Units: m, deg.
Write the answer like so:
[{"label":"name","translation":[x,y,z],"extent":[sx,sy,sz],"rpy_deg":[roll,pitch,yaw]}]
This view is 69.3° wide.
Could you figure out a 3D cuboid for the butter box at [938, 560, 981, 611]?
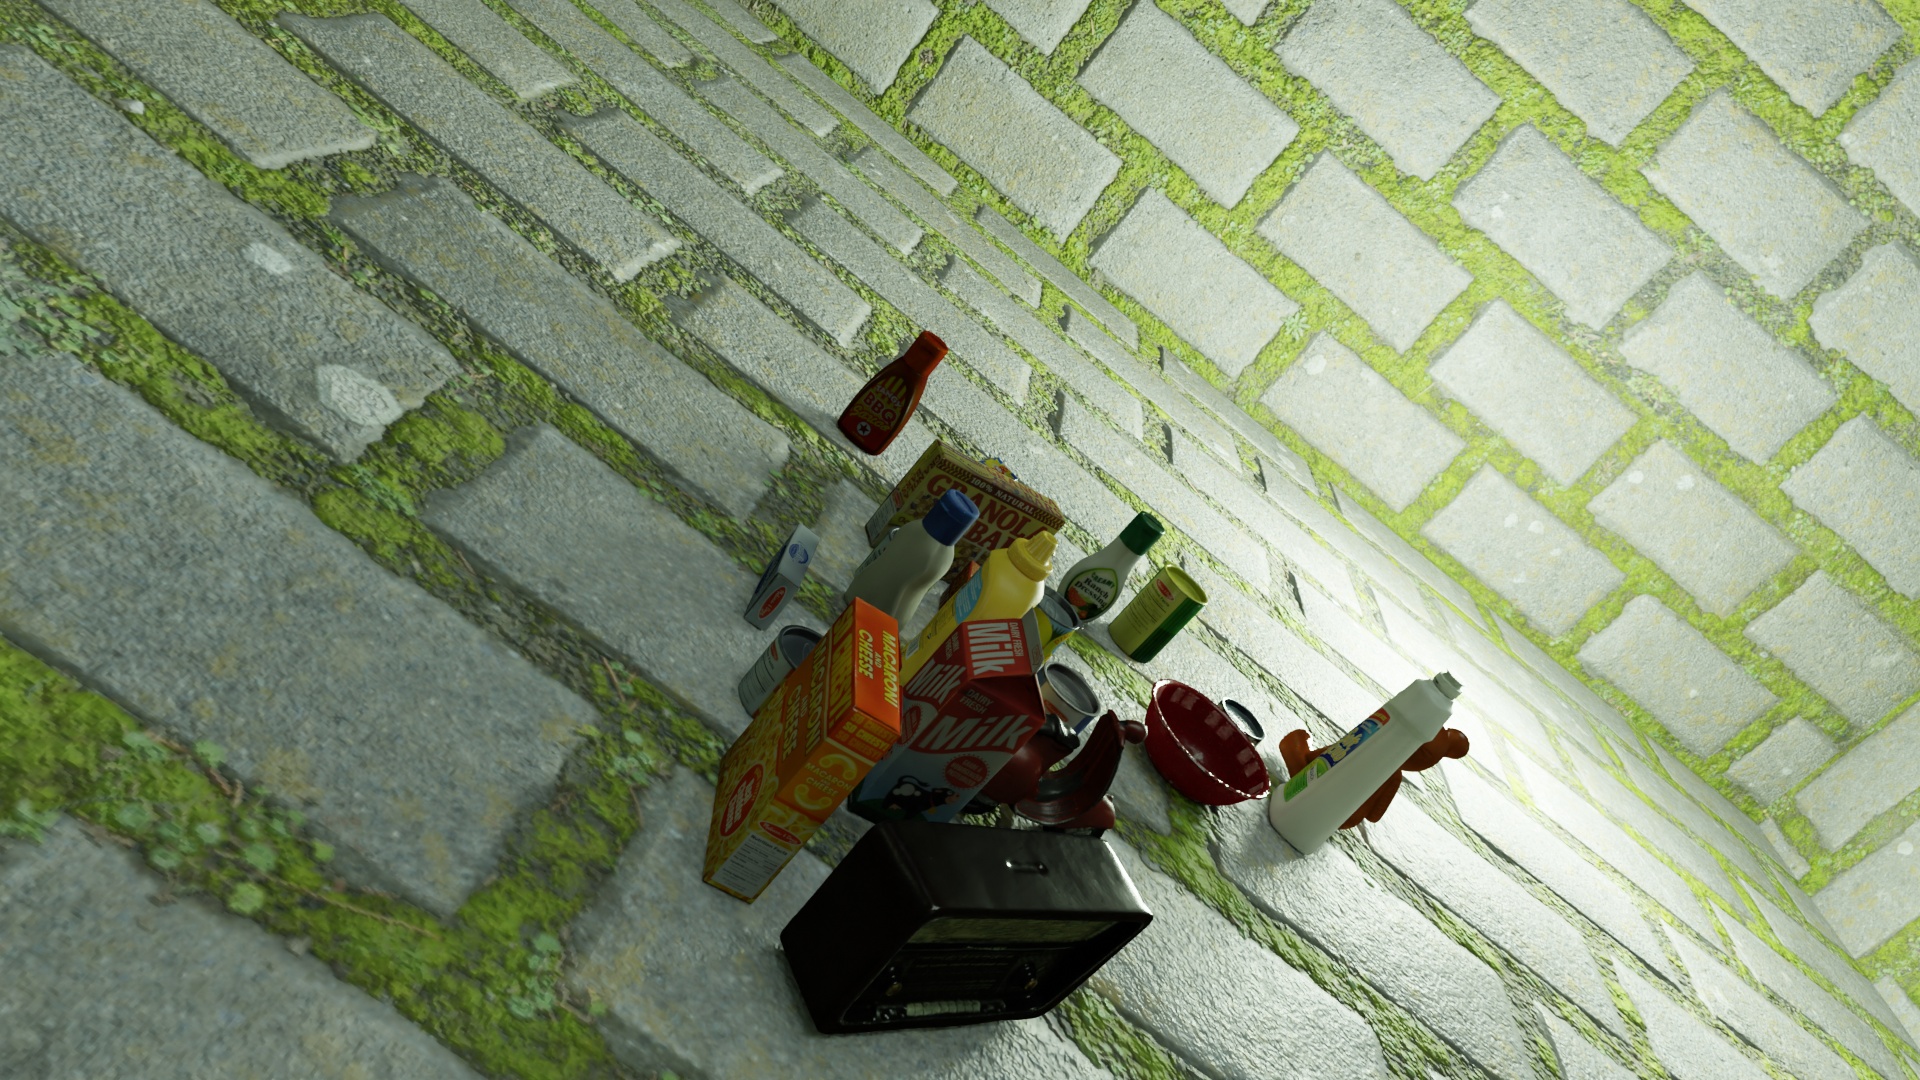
[{"label":"butter box","translation":[0.001,0.064,1.351],"extent":[0.024,0.053,0.104],"rpy_deg":[36,22,-12]}]

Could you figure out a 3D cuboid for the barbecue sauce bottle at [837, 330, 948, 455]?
[{"label":"barbecue sauce bottle","translation":[-0.071,-0.167,1.544],"extent":[0.065,0.148,0.044],"rpy_deg":[41,21,1]}]

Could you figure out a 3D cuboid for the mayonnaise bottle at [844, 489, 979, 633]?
[{"label":"mayonnaise bottle","translation":[-0.041,0.019,1.240],"extent":[0.041,0.147,0.065],"rpy_deg":[12,35,-51]}]

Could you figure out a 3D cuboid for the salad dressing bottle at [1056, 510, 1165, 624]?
[{"label":"salad dressing bottle","translation":[0.168,0.030,1.561],"extent":[0.064,0.147,0.044],"rpy_deg":[37,22,-9]}]

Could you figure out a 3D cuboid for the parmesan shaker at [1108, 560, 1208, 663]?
[{"label":"parmesan shaker","translation":[0.228,0.084,1.616],"extent":[0.071,0.102,0.071],"rpy_deg":[34,22,-16]}]

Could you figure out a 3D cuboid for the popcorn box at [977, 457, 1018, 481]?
[{"label":"popcorn box","translation":[0.003,-0.045,1.518],"extent":[0.038,0.085,0.127],"rpy_deg":[46,22,12]}]

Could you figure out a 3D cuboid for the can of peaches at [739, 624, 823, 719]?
[{"label":"can of peaches","translation":[-0.124,0.109,1.055],"extent":[0.071,0.058,0.071],"rpy_deg":[34,22,-16]}]

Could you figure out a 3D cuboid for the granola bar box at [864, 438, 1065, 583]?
[{"label":"granola bar box","translation":[0.005,-0.018,1.417],"extent":[0.165,0.123,0.039],"rpy_deg":[26,26,-32]}]

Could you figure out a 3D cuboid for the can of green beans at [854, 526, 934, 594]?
[{"label":"can of green beans","translation":[-0.058,0.030,1.314],"extent":[0.071,0.057,0.071],"rpy_deg":[34,22,-16]}]

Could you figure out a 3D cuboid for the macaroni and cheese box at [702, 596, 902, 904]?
[{"label":"macaroni and cheese box","translation":[-0.100,0.134,0.900],"extent":[0.040,0.166,0.124],"rpy_deg":[33,23,-20]}]

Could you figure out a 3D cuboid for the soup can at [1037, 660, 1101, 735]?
[{"label":"soup can","translation":[0.076,0.159,1.250],"extent":[0.071,0.083,0.072],"rpy_deg":[34,22,-16]}]

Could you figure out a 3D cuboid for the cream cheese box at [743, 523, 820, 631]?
[{"label":"cream cheese box","translation":[-0.150,0.030,1.170],"extent":[0.024,0.053,0.104],"rpy_deg":[36,22,-11]}]

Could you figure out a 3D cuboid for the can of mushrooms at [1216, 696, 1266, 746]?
[{"label":"can of mushrooms","translation":[0.316,0.216,1.602],"extent":[0.071,0.033,0.071],"rpy_deg":[34,23,-16]}]

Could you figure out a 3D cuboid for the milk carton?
[{"label":"milk carton","translation":[-0.001,0.132,1.032],"extent":[0.073,0.190,0.073],"rpy_deg":[32,23,-22]}]

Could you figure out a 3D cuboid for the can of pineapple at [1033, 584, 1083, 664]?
[{"label":"can of pineapple","translation":[0.081,0.087,1.430],"extent":[0.071,0.057,0.071],"rpy_deg":[34,22,-16]}]
